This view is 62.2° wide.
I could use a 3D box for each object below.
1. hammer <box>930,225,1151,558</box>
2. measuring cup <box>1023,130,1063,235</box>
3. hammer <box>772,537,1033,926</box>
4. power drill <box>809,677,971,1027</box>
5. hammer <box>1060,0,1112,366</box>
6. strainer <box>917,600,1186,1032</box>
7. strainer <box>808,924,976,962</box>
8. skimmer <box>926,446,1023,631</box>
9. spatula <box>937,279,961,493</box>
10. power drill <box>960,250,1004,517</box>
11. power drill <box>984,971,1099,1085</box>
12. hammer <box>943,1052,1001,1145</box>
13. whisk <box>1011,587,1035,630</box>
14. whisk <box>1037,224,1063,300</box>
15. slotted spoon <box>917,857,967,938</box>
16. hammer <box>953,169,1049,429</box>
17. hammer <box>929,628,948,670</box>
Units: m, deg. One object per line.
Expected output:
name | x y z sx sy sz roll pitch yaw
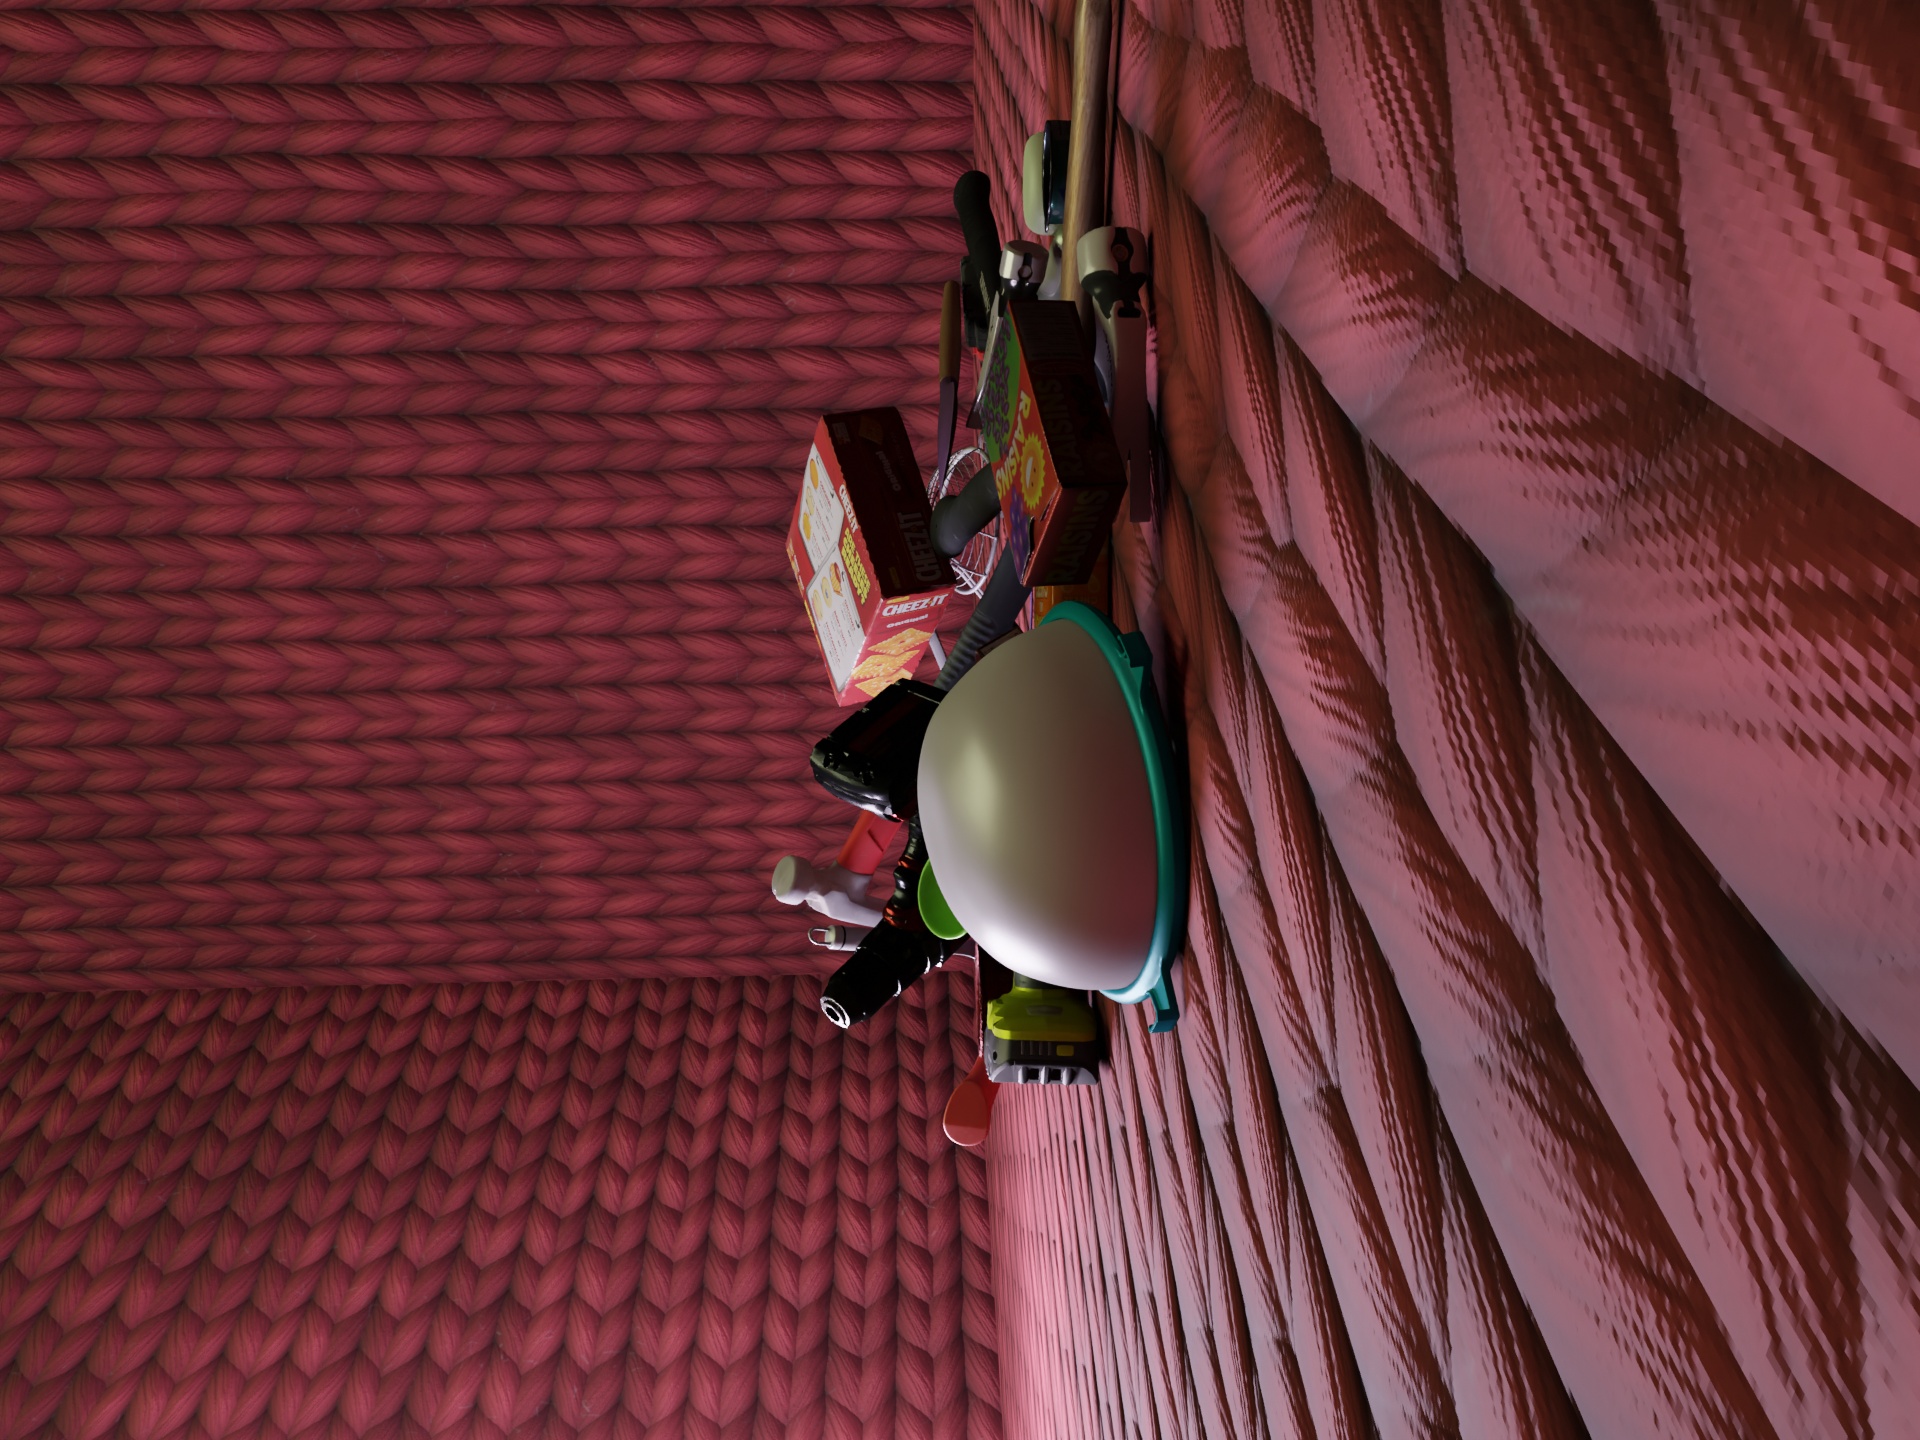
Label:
hammer | 0.039 -0.158 0.997 0.409 0.036 0.149 155 112 -75
measuring cup | 0.064 -0.381 1.227 0.167 0.038 0.083 97 172 -64
hammer | -0.002 -0.004 1.245 0.386 0.143 0.038 -60 35 16
power drill | -0.046 0.104 1.181 0.188 0.080 0.226 -41 -43 -35
hammer | 0.076 -0.328 0.977 0.130 0.031 0.331 -93 3 -50
strainer | 0.012 0.039 0.880 0.340 0.095 0.211 -157 60 -71
strainer | -0.007 0.185 1.299 0.050 0.258 0.087 -32 55 52
skimmer | 0.042 -0.134 1.501 0.363 0.090 0.127 46 -149 -65
spatula | -0.008 -0.276 1.241 0.316 0.018 0.059 -89 9 -52
power drill | 0.045 -0.306 1.443 0.219 0.078 0.143 86 -179 -49
power drill | 0.060 0.136 1.121 0.190 0.080 0.228 96 175 -86
hammer | 0.039 0.283 1.399 0.359 0.037 0.149 -50 -39 -72
whisk | 0.057 -0.150 1.352 0.051 0.047 0.245 171 106 -74
whisk | 0.065 -0.319 1.196 0.058 0.059 0.246 51 173 0
slotted spoon | 0.040 0.092 1.005 0.314 0.031 0.070 149 123 -65
hammer | 0.021 -0.353 1.247 0.335 0.035 0.146 -98 16 -53
hammer | 0.000 -0.011 1.343 0.144 0.035 0.406 116 136 -62
